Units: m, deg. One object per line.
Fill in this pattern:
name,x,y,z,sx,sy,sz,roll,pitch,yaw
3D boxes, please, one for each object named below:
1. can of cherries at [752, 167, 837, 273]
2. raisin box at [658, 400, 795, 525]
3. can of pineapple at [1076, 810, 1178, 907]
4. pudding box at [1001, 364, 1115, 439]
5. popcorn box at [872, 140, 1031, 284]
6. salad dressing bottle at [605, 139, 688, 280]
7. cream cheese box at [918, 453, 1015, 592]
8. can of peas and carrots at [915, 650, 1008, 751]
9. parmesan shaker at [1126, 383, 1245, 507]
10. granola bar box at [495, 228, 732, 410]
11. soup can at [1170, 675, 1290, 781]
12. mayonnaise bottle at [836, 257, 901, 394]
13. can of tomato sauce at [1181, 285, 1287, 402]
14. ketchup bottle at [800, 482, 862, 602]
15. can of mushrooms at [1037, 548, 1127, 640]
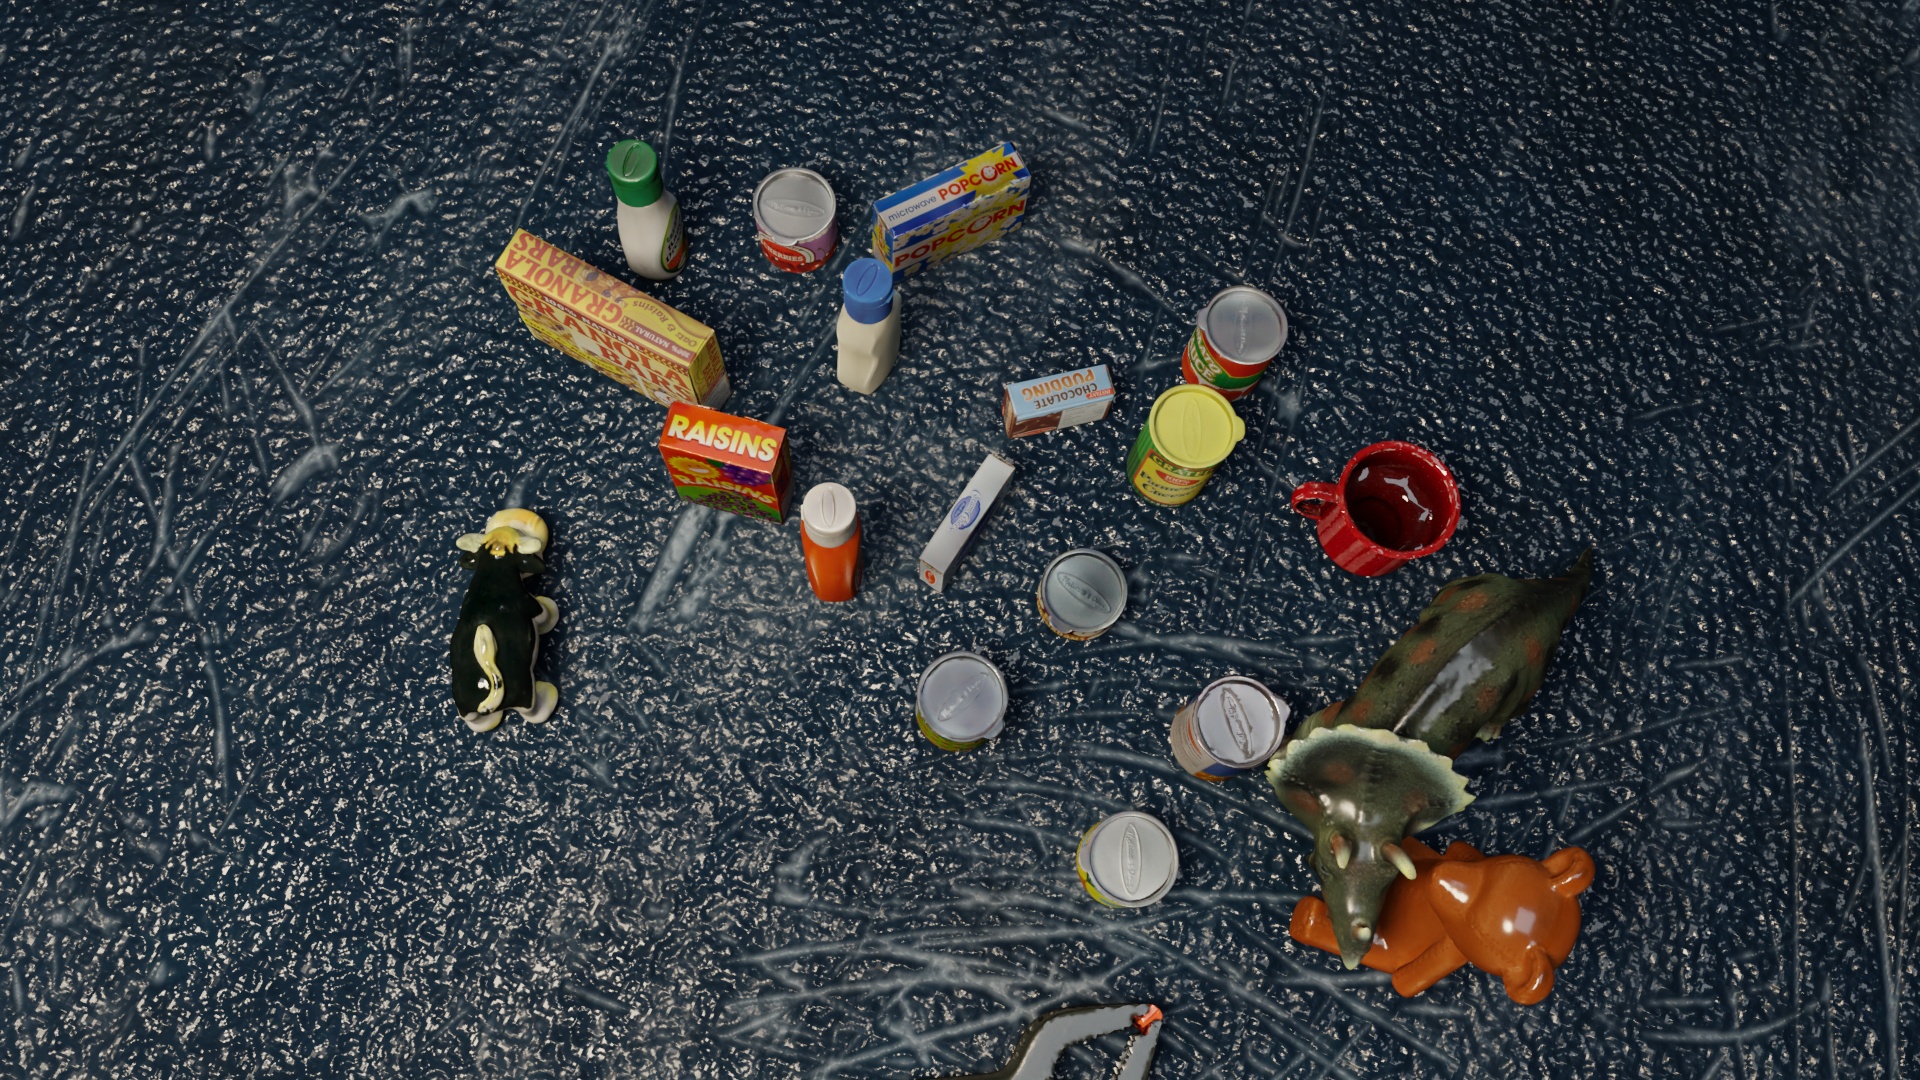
can of cherries,-0.134,-0.258,1.130,0.071,0.058,0.071,1,73,-3
raisin box,-0.170,-0.056,1.032,0.086,0.123,0.040,15,73,1
can of pineapple,0.117,0.229,0.997,0.071,0.057,0.071,1,73,-3
pudding box,0.077,-0.110,1.102,0.084,0.049,0.030,-13,75,-7
popcorn box,-0.009,-0.264,1.125,0.127,0.085,0.038,-27,77,-11
salad dressing bottle,-0.243,-0.255,1.076,0.044,0.147,0.064,14,73,1
cream cheese box,0.004,-0.013,1.066,0.024,0.053,0.104,32,74,6
can of peas and carrots,0.002,0.121,1.022,0.071,0.058,0.071,1,73,-3
parmesan shaker,0.171,-0.070,1.067,0.071,0.102,0.071,1,73,-3
granola bar box,-0.261,-0.158,1.057,0.165,0.124,0.039,28,74,5
soup can,0.196,0.138,1.015,0.071,0.083,0.071,1,73,-3
mayonnaise bottle,-0.070,-0.166,1.059,0.041,0.147,0.065,26,74,4
can of tomato sauce,0.215,-0.154,1.106,0.071,0.083,0.071,1,73,-3
ketchup bottle,-0.093,-0.002,1.007,0.043,0.148,0.065,-3,74,-4
can of mushrooms,0.091,0.043,1.064,0.071,0.033,0.071,1,73,-3
